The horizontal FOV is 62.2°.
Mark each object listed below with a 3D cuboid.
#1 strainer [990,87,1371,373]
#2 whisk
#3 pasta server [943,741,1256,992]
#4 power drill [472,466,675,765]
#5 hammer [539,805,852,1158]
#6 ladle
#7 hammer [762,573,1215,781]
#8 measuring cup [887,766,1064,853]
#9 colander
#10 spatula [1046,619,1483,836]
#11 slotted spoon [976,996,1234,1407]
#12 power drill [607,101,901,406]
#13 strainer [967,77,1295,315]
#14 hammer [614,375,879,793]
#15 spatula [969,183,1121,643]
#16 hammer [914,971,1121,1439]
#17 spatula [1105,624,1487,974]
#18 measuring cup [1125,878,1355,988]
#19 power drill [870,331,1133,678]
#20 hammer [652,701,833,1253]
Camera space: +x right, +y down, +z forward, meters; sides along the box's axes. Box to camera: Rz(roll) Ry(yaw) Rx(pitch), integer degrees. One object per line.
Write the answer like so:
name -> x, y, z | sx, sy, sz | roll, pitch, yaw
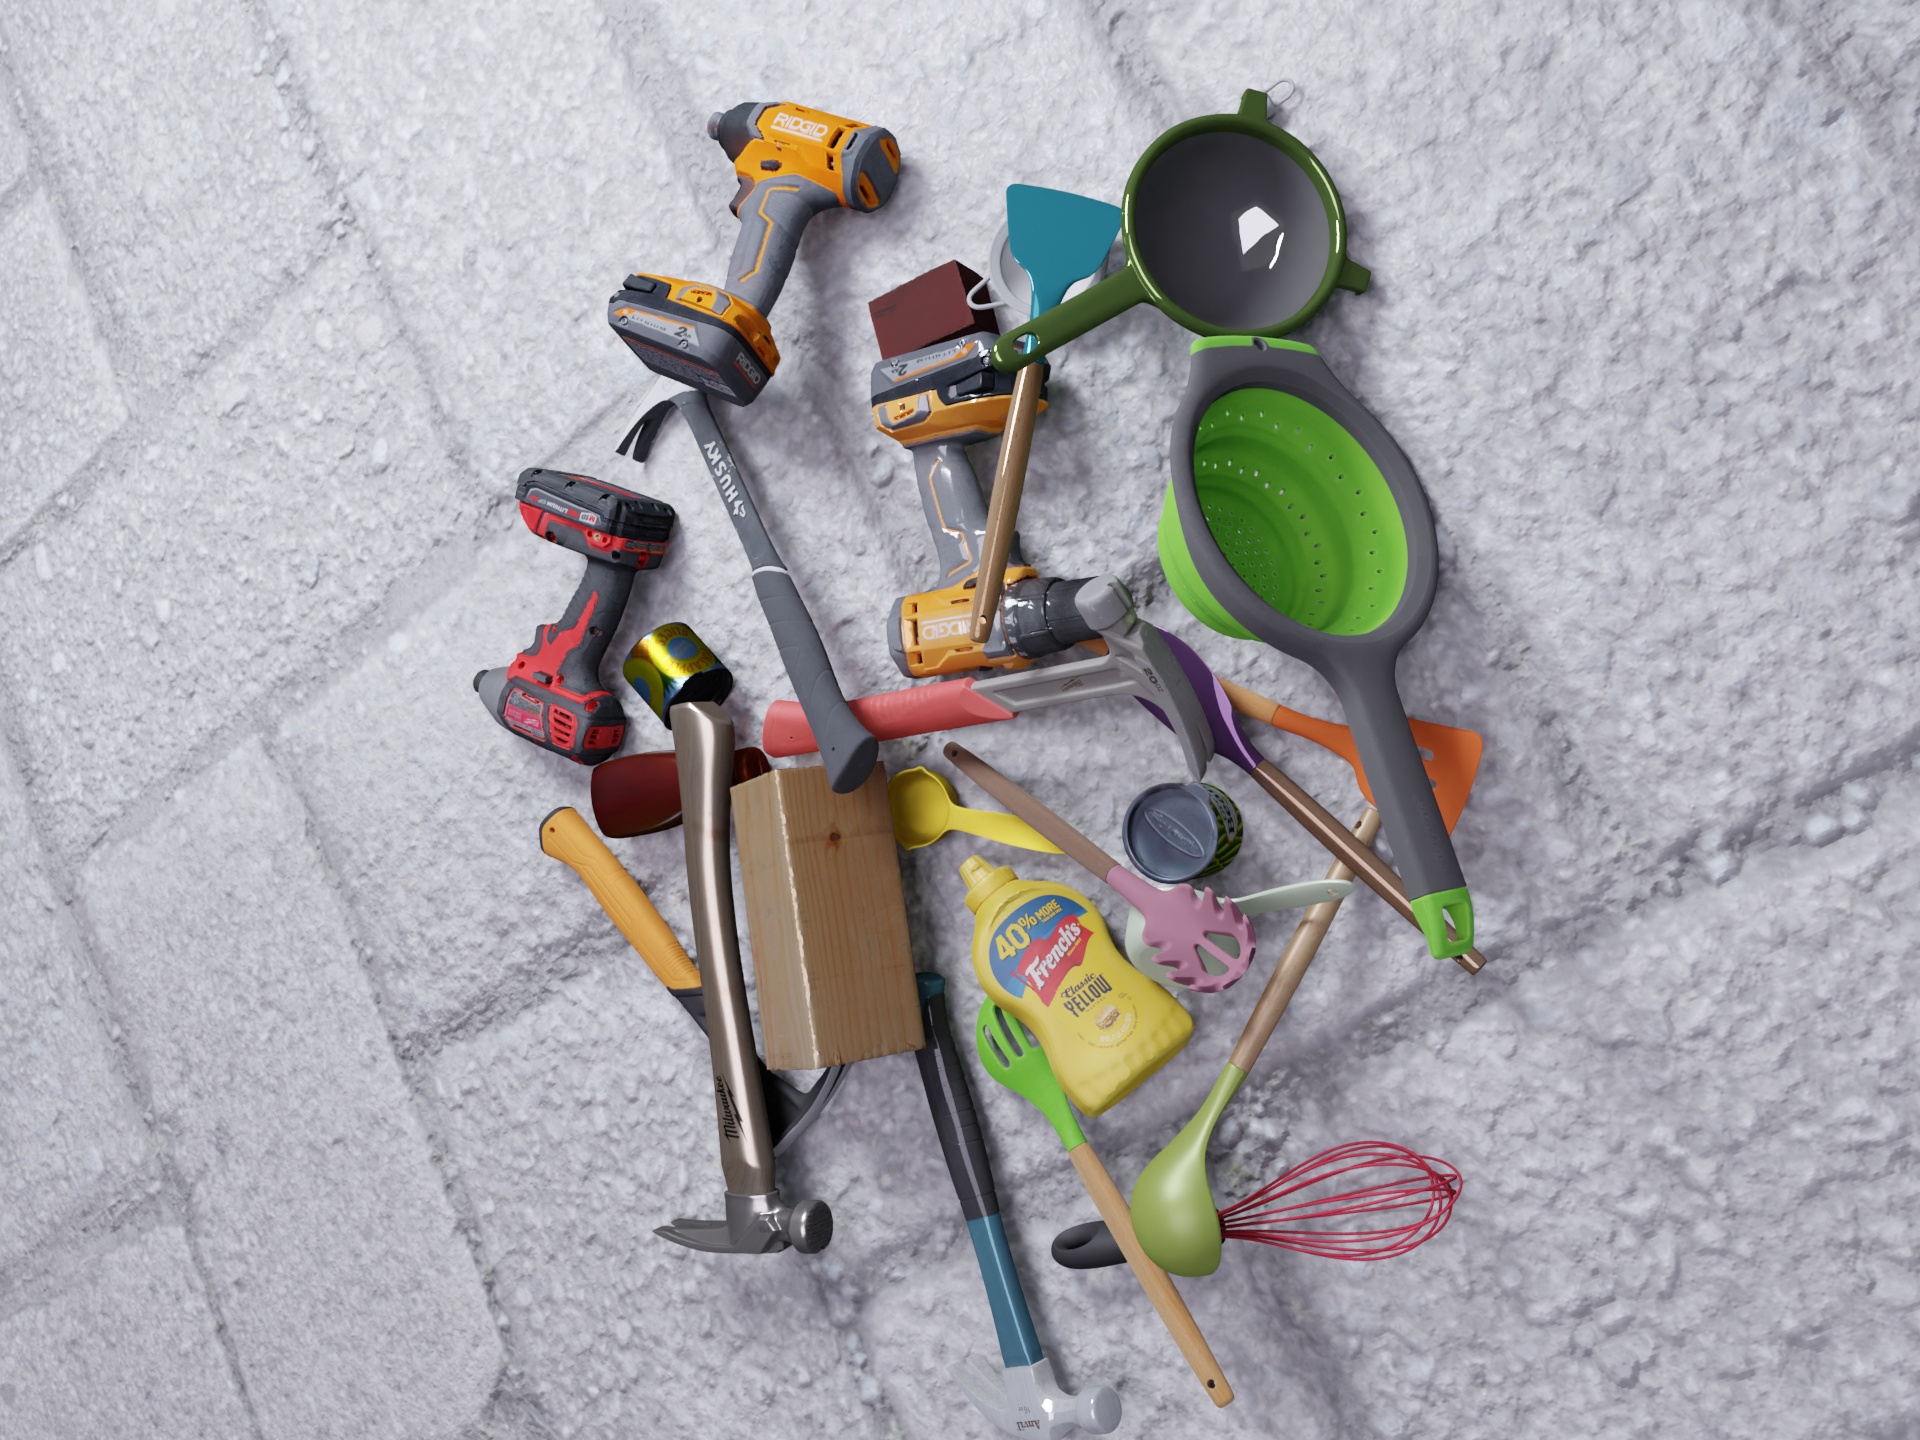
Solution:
strainer -> 0.126, -0.284, 1.030 | 0.256, 0.069, 0.151 | -31, 91, -10
whisk -> 0.185, 0.327, 1.039 | 0.296, 0.073, 0.073 | -20, 80, 30
pasta server -> 0.080, 0.085, 1.050 | 0.060, 0.040, 0.316 | -52, 46, -2
power drill -> -0.321, -0.086, 1.291 | 0.143, 0.078, 0.219 | 21, 101, 26
hammer -> -0.224, 0.189, 1.257 | 0.337, 0.034, 0.127 | 47, 109, 20
ladle -> 0.199, 0.203, 1.015 | 0.062, 0.078, 0.320 | 31, 85, -20
hammer -> -0.002, -0.004, 1.108 | 0.359, 0.037, 0.149 | -10, 123, 40
measuring cup -> 0.017, 0.073, 1.146 | 0.156, 0.029, 0.062 | 11, 94, 19
colander -> 0.213, -0.040, 0.975 | 0.094, 0.204, 0.397 | -37, 64, 54
spatula -> 0.185, -0.013, 1.052 | 0.323, 0.041, 0.081 | 25, 105, 26
slotted spoon -> 0.093, 0.307, 1.063 | 0.070, 0.031, 0.314 | -40, 61, 15
power drill -> -0.165, -0.362, 1.188 | 0.164, 0.084, 0.226 | 25, 80, 25
strainer -> 0.118, -0.355, 1.093 | 0.258, 0.050, 0.087 | -33, 78, 17
hammer -> -0.152, -0.120, 1.178 | 0.149, 0.036, 0.409 | -39, 59, 24
spatula -> 0.043, -0.204, 1.041 | 0.082, 0.044, 0.317 | 12, 85, -3
hammer -> 0.013, 0.336, 1.124 | 0.128, 0.033, 0.331 | -29, 72, 41
spatula -> 0.211, 0.046, 1.019 | 0.316, 0.018, 0.059 | 45, 130, 20
measuring cup -> 0.177, 0.134, 1.015 | 0.167, 0.083, 0.038 | -21, 38, 42
power drill -> 0.027, -0.147, 1.101 | 0.185, 0.084, 0.226 | -6, 88, 36
hammer -> -0.187, 0.192, 1.196 | 0.146, 0.038, 0.411 | -9, 87, 28
